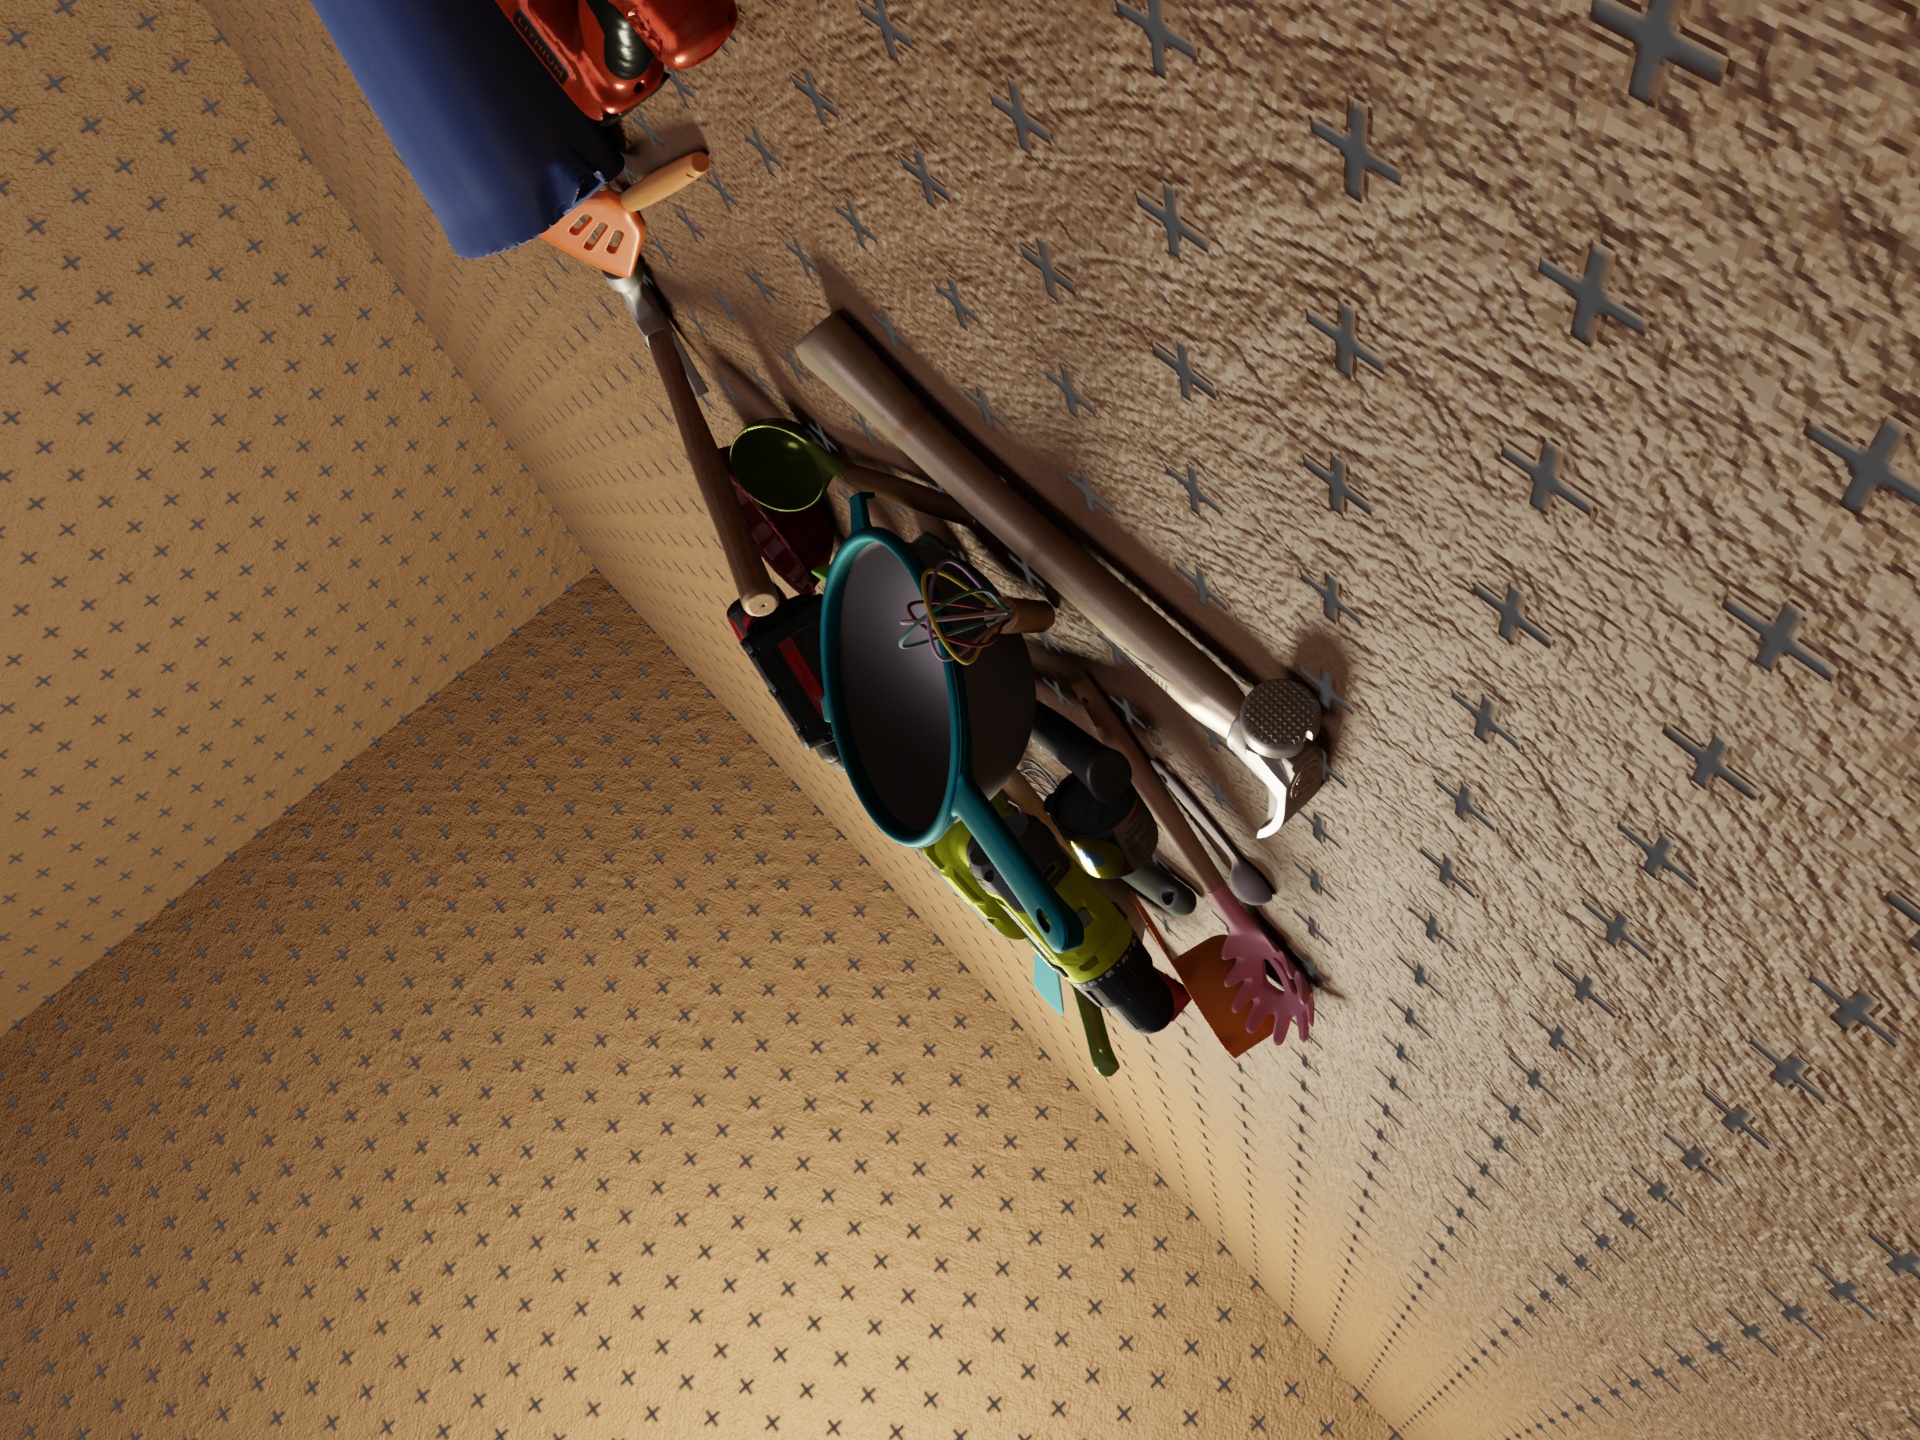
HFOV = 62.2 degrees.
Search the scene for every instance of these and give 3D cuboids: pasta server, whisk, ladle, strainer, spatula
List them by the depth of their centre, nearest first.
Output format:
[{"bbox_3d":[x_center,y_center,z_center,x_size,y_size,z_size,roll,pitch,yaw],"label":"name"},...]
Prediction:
[{"bbox_3d":[0.018,-0.056,0.906,0.047,0.051,0.245,41,-167,11],"label":"whisk"},{"bbox_3d":[0.017,0.012,1.013,0.341,0.095,0.210,54,144,40],"label":"strainer"},{"bbox_3d":[-0.224,-0.351,1.091,0.081,0.041,0.323,22,180,-26],"label":"spatula"},{"bbox_3d":[0.161,0.099,1.104,0.060,0.040,0.316,-17,116,42],"label":"pasta server"},{"bbox_3d":[-0.074,-0.161,1.111,0.320,0.062,0.078,29,153,55],"label":"ladle"},{"bbox_3d":[0.108,0.098,1.317,0.059,0.058,0.247,12,-165,-42],"label":"whisk"},{"bbox_3d":[0.116,0.189,1.339,0.151,0.069,0.257,34,-158,-25],"label":"strainer"},{"bbox_3d":[0.062,0.250,2.034,0.317,0.044,0.082,57,171,-31],"label":"spatula"}]

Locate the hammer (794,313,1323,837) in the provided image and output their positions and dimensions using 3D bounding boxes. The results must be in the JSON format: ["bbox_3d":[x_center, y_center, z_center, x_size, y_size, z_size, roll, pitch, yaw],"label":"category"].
[{"bbox_3d":[0.045,-0.096,0.901,0.411,0.038,0.146,45,170,24],"label":"hammer"}]

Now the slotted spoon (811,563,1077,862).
[{"bbox_3d":[-0.002,-0.004,1.221,0.313,0.031,0.070,50,175,-12],"label":"slotted spoon"}]

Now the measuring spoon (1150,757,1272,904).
[{"bbox_3d":[0.163,0.077,1.065,0.124,0.018,0.034,51,170,-1],"label":"measuring spoon"}]

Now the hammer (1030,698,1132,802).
[{"bbox_3d":[0.036,-0.016,1.151,0.146,0.035,0.335,54,174,-25],"label":"hammer"}]

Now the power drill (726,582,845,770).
[{"bbox_3d":[-0.131,-0.030,1.397,0.188,0.080,0.227,60,171,-11],"label":"power drill"}]

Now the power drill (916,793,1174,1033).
[{"bbox_3d":[0.061,0.136,1.191,0.190,0.080,0.229,49,173,-19],"label":"power drill"}]

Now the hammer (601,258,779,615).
[{"bbox_3d":[-0.205,-0.216,1.251,0.130,0.031,0.332,63,-177,-62],"label":"hammer"}]

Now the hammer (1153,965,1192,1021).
[{"bbox_3d":[0.073,0.159,1.497,0.359,0.036,0.149,39,-176,-7],"label":"hammer"}]

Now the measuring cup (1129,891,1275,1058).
[{"bbox_3d":[0.185,0.176,1.190,0.173,0.052,0.095,55,-174,-29],"label":"measuring cup"}]
